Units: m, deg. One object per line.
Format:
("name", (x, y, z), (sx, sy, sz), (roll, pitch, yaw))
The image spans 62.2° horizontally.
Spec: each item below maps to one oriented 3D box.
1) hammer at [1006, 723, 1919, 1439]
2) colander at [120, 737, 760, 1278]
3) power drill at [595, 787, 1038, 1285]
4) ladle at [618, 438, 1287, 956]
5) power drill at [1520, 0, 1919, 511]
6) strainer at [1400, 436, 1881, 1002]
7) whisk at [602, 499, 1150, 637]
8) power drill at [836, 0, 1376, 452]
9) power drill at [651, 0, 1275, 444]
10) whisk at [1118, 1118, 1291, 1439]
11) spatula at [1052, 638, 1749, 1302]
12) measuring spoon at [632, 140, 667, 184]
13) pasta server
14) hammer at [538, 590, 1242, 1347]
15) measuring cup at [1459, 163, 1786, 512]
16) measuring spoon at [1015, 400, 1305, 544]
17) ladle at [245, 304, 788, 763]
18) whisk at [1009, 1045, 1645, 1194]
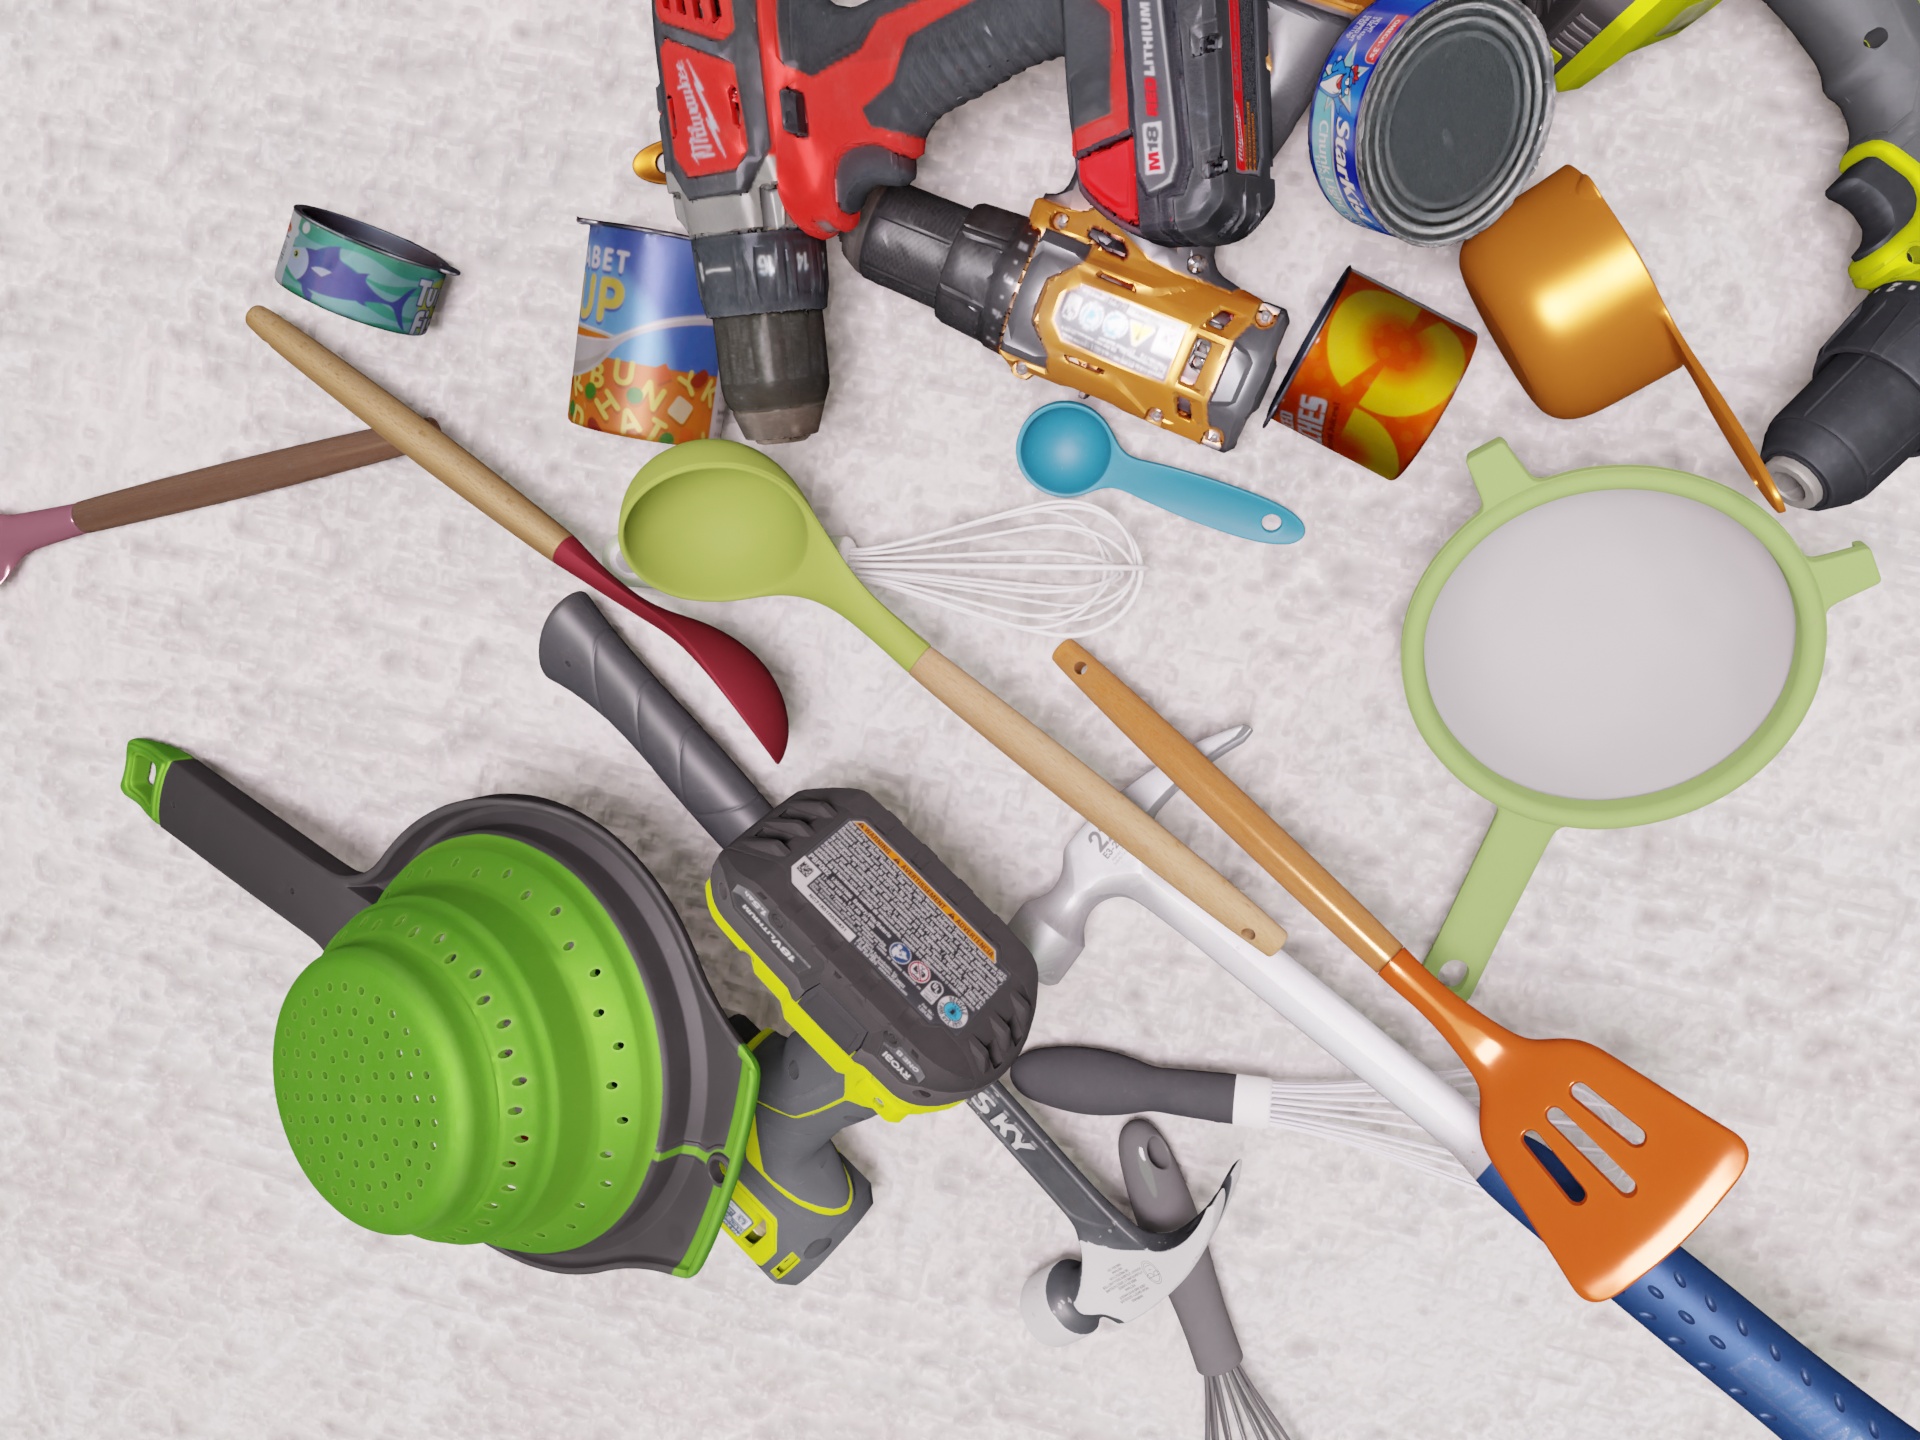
("hammer", (0.209, 0.162, 0.639), (0.406, 0.035, 0.144), (39, 98, 17))
("colander", (-0.267, 0.103, 0.668), (0.397, 0.094, 0.204), (26, 108, 26))
("power drill", (-0.080, 0.134, 0.680), (0.171, 0.080, 0.223), (44, 133, 5))
("ladle", (-0.001, -0.002, 0.639), (0.320, 0.062, 0.078), (39, 131, 2))
("power drill", (0.309, -0.206, 0.565), (0.190, 0.080, 0.228), (-42, 92, -4))
("strainer", (0.241, 0.007, 0.654), (0.151, 0.069, 0.256), (17, 121, 6))
("whisk", (-0.041, -0.068, 0.687), (0.246, 0.059, 0.058), (3, 96, 14))
("power drill", (0.066, -0.240, 0.619), (0.185, 0.084, 0.226), (23, 108, 6))
("power drill", (-0.007, -0.199, 0.578), (0.227, 0.080, 0.187), (1, 106, 24))
("whisk", (0.117, 0.296, 0.735), (0.055, 0.055, 0.239), (-19, 93, 13))
("spatula", (0.150, 0.076, 0.624), (0.323, 0.041, 0.081), (45, 99, 17))
("measuring spoon", (-0.085, -0.243, 0.678), (0.117, 0.011, 0.021), (-2, 102, 13))
("pasta server", (-0.391, -0.098, 0.743), (0.316, 0.040, 0.060), (-11, 112, 10))
("hammer", (-0.044, 0.102, 0.709), (0.409, 0.036, 0.149), (48, 131, 2))
("measuring cup", (0.234, -0.125, 0.576), (0.052, 0.174, 0.095), (-28, 139, 20))
("measuring spoon", (0.086, -0.103, 0.676), (0.128, 0.021, 0.042), (19, 122, -4))
("ladle", (-0.192, -0.088, 0.689), (0.315, 0.069, 0.031), (37, 80, 8))
("whisk", (0.161, 0.172, 0.698), (0.284, 0.070, 0.070), (4, 102, 13))
